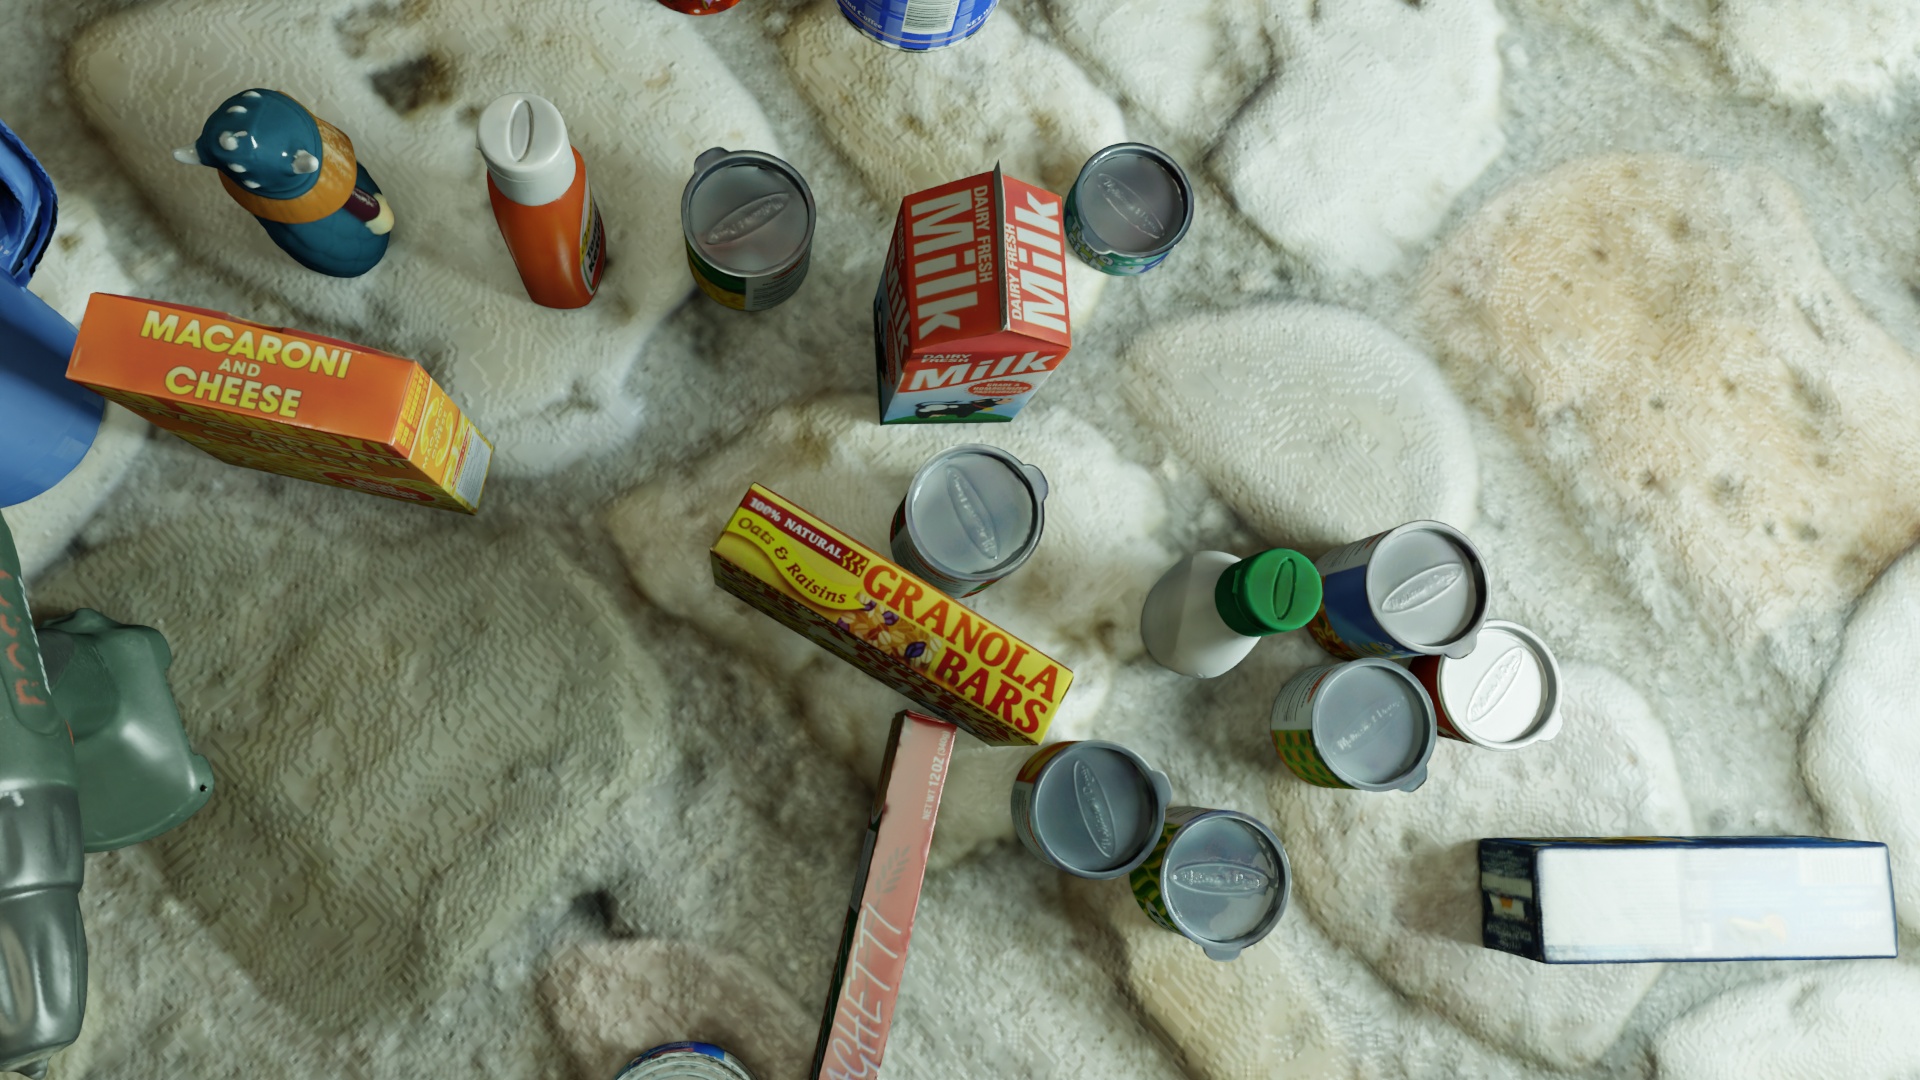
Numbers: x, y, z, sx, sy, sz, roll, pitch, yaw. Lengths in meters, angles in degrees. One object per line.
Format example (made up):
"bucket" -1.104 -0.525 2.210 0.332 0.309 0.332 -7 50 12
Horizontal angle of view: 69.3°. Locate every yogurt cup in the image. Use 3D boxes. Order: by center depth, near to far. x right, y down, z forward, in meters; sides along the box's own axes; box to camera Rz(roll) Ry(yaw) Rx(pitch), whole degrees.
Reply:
"yogurt cup" 0.272 0.077 0.733 0.072 0.054 0.072 1 81 -9

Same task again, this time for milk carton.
"milk carton" 0.004 -0.109 0.652 0.073 0.190 0.072 -2 82 -9

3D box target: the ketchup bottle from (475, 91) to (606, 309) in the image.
"ketchup bottle" -0.195 -0.160 0.651 0.043 0.148 0.065 2 81 -8

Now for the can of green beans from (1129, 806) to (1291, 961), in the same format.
"can of green beans" 0.123 0.167 0.693 0.071 0.057 0.071 1 81 -9

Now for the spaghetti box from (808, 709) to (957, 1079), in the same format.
"spaghetti box" -0.045 0.206 0.664 0.029 0.050 0.250 14 79 -6

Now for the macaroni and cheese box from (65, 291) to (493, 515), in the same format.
"macaroni and cheese box" -0.286 -0.055 0.611 0.124 0.166 0.040 12 80 -7

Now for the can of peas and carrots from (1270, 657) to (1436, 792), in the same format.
"can of peas and carrots" 0.203 0.097 0.716 0.071 0.058 0.071 1 81 -9

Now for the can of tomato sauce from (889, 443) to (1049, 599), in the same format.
"can of tomato sauce" 0.002 -0.009 0.690 0.071 0.083 0.071 1 81 -9

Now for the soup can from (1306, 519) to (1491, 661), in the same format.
"soup can" 0.224 0.031 0.718 0.071 0.083 0.071 1 81 -9

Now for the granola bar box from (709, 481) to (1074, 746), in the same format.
"granola bar box" -0.036 0.039 0.655 0.165 0.124 0.039 31 78 -3

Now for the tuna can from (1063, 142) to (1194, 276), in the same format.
"tuna can" 0.089 -0.178 0.758 0.071 0.032 0.071 1 81 -9

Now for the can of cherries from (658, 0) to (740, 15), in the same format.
"can of cherries" -0.137 -0.320 0.733 0.071 0.058 0.071 1 81 -9

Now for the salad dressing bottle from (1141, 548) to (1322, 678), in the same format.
"salad dressing bottle" 0.128 0.032 0.670 0.044 0.147 0.064 14 79 -6

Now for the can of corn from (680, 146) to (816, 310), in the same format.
"can of corn" -0.110 -0.159 0.711 0.071 0.058 0.071 1 81 -9

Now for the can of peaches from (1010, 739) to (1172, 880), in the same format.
"can of peaches" 0.064 0.132 0.689 0.071 0.058 0.071 1 81 -9
